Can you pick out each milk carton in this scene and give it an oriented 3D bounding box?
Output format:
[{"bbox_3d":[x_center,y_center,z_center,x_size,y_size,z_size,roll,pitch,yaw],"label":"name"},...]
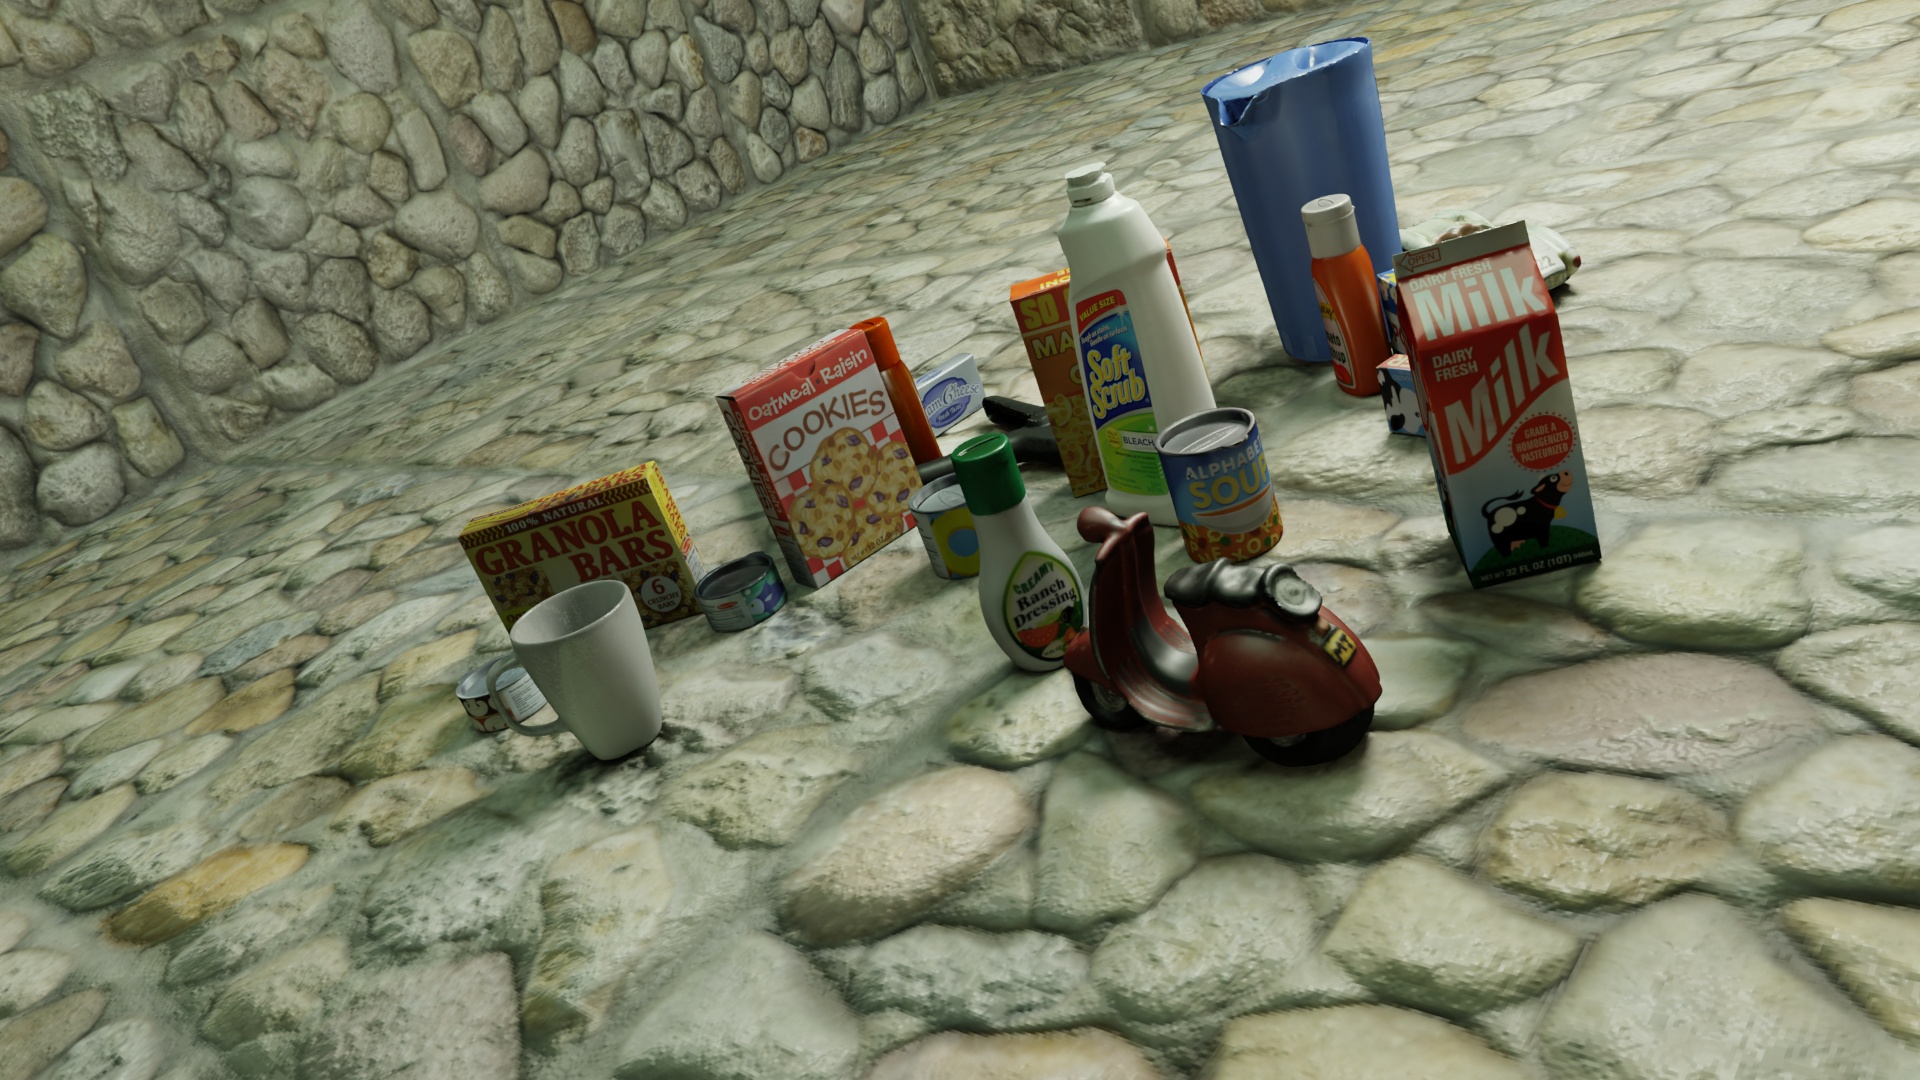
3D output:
[{"bbox_3d":[0.292,-0.078,0.766,0.072,0.189,0.074,-15,24,14],"label":"milk carton"}]

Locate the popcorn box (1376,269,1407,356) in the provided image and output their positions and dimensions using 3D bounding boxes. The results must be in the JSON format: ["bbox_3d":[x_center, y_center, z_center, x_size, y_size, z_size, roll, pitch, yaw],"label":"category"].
[{"bbox_3d":[0.349,-0.146,1.002,0.038,0.085,0.127,-20,23,2],"label":"popcorn box"}]

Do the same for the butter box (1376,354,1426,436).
[{"bbox_3d":[0.335,-0.096,0.945,0.024,0.053,0.103,-32,26,-26],"label":"butter box"}]

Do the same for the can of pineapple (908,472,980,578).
[{"bbox_3d":[0.004,-0.013,1.025,0.071,0.057,0.071,-17,23,8],"label":"can of pineapple"}]

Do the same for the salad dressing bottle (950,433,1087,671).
[{"bbox_3d":[0.034,0.008,0.843,0.064,0.147,0.044,-27,24,-15],"label":"salad dressing bottle"}]

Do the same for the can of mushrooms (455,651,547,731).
[{"bbox_3d":[-0.350,0.115,1.064,0.071,0.033,0.071,-17,23,8],"label":"can of mushrooms"}]

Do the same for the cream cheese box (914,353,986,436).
[{"bbox_3d":[-0.022,-0.131,1.310,0.104,0.053,0.024,-35,27,-31],"label":"cream cheese box"}]

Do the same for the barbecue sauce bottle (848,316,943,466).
[{"bbox_3d":[-0.056,-0.116,1.183,0.044,0.148,0.065,-28,24,-18],"label":"barbecue sauce bottle"}]

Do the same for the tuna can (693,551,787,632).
[{"bbox_3d":[-0.170,0.040,1.083,0.071,0.032,0.071,-17,23,8],"label":"tuna can"}]

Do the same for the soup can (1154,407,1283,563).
[{"bbox_3d":[0.171,-0.035,0.905,0.071,0.083,0.071,-17,23,8],"label":"soup can"}]

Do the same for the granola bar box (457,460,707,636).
[{"bbox_3d":[-0.298,0.019,1.117,0.165,0.123,0.039,-16,23,10],"label":"granola bar box"}]

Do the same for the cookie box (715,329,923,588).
[{"bbox_3d":[-0.103,-0.065,1.088,0.123,0.166,0.040,-34,26,-28],"label":"cookie box"}]

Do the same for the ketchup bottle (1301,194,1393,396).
[{"bbox_3d":[0.294,-0.187,1.055,0.043,0.148,0.065,-19,23,4],"label":"ketchup bottle"}]

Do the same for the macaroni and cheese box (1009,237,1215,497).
[{"bbox_3d":[0.120,-0.128,1.045,0.124,0.165,0.040,-17,23,9],"label":"macaroni and cheese box"}]
